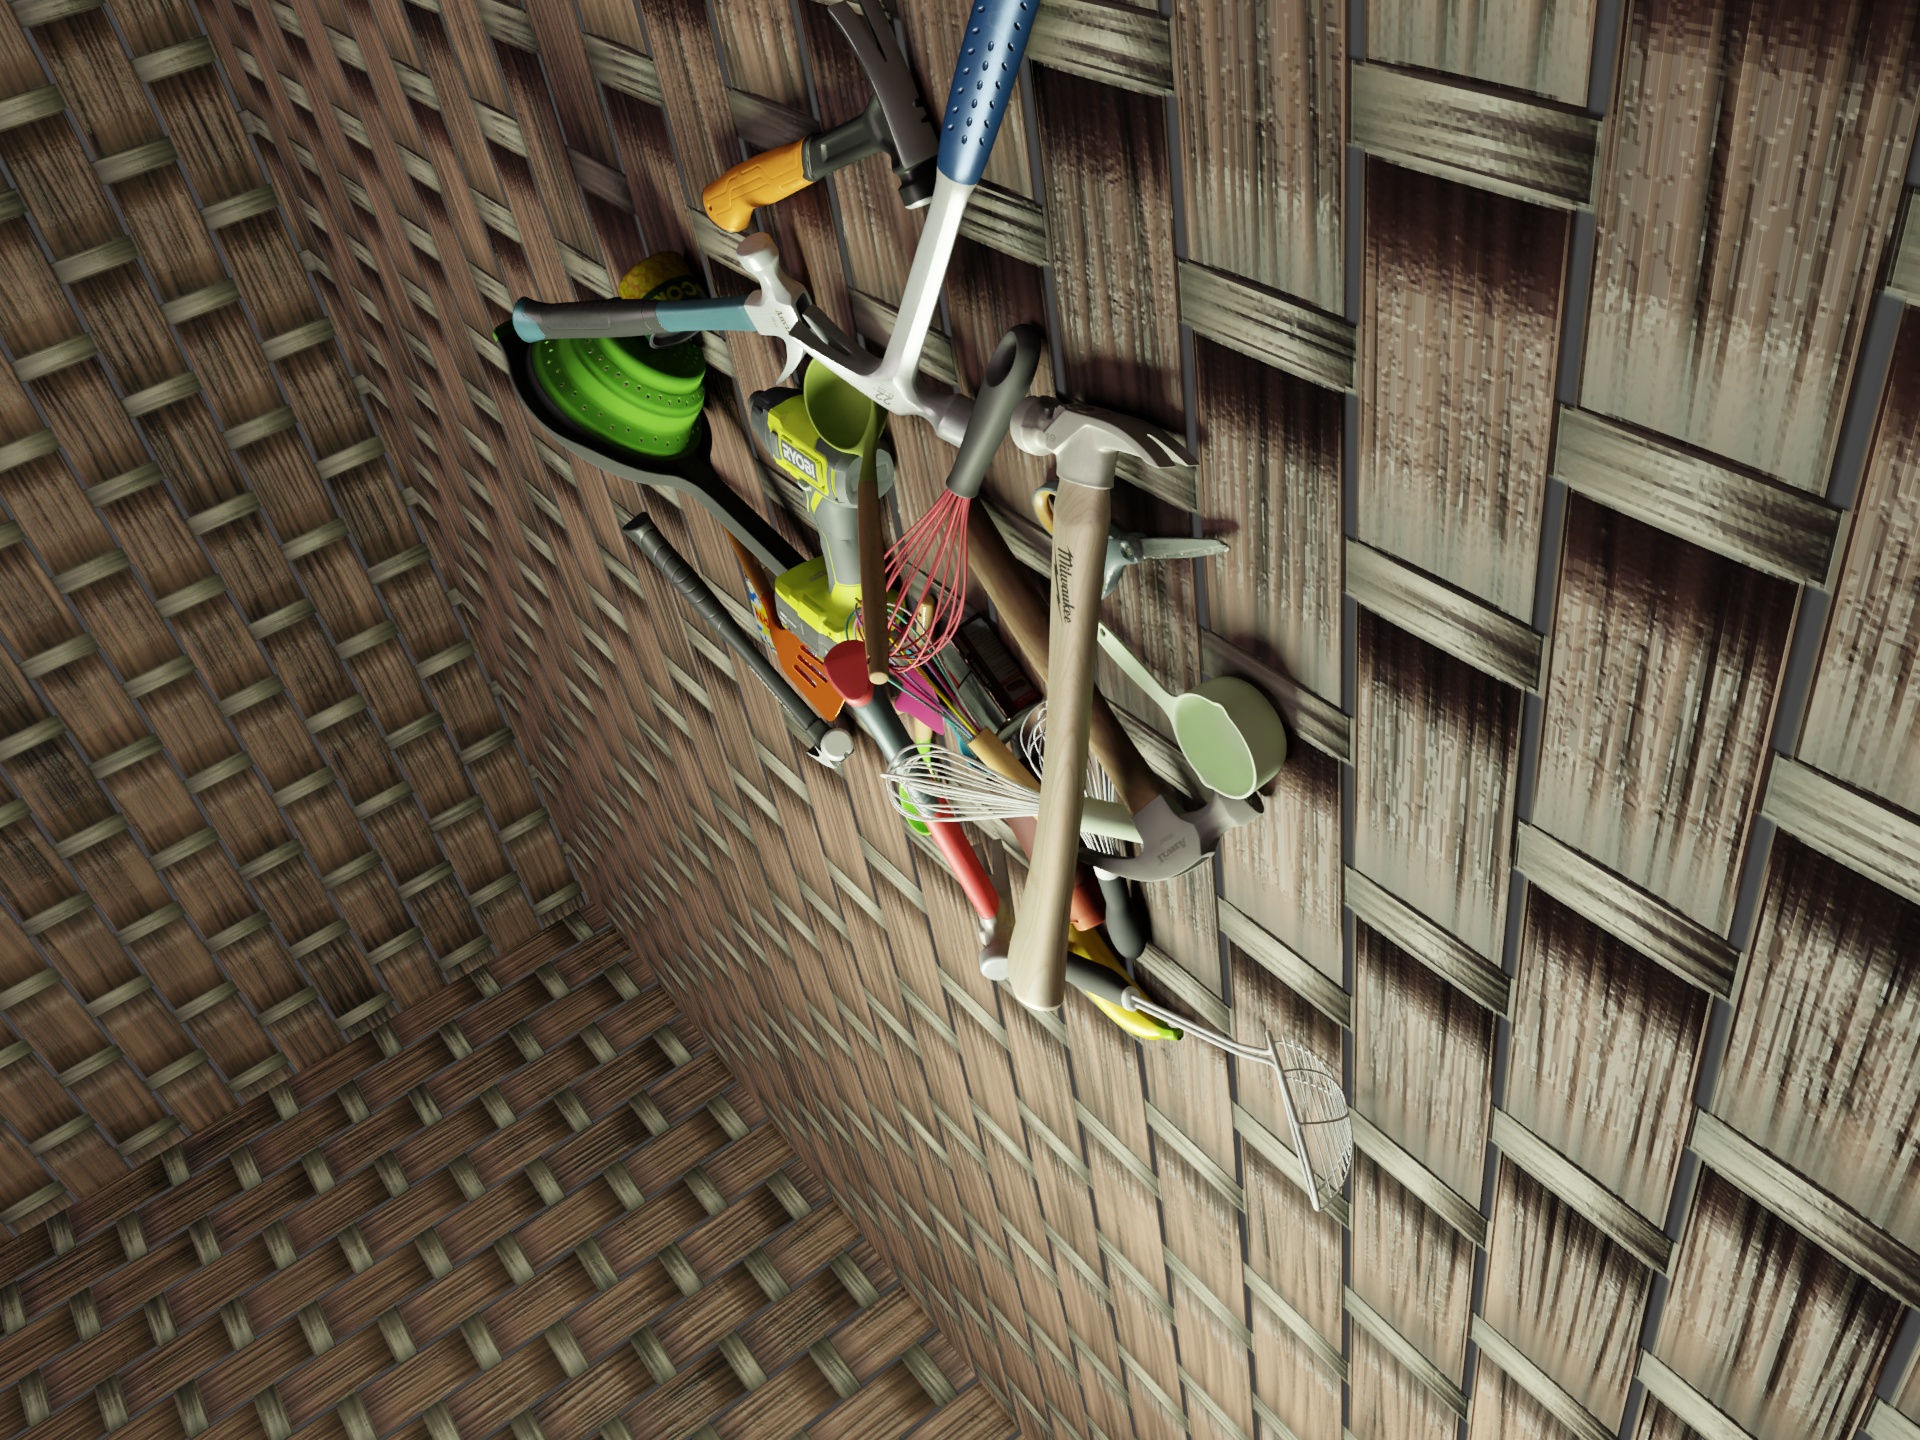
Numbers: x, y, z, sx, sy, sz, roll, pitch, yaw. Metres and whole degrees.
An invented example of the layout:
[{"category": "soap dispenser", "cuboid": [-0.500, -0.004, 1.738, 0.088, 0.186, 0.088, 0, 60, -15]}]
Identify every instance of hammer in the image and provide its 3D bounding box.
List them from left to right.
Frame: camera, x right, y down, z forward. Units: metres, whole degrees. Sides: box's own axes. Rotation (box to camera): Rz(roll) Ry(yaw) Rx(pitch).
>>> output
[{"category": "hammer", "cuboid": [-0.255, -0.337, 1.320, 0.331, 0.033, 0.128, 8, 146, 34]}, {"category": "hammer", "cuboid": [-0.232, -0.083, 1.651, 0.335, 0.035, 0.146, 49, 171, -2]}, {"category": "hammer", "cuboid": [-0.115, -0.397, 1.111, 0.337, 0.034, 0.127, 13, 131, 61]}, {"category": "hammer", "cuboid": [-0.025, 0.057, 1.297, 0.385, 0.038, 0.143, 63, -166, -47]}, {"category": "hammer", "cuboid": [-0.010, -0.317, 0.937, 0.144, 0.035, 0.405, 28, 150, 1]}, {"category": "hammer", "cuboid": [0.071, -0.032, 1.118, 0.130, 0.031, 0.331, -41, 67, 23]}, {"category": "hammer", "cuboid": [0.074, 0.007, 1.028, 0.146, 0.038, 0.410, 31, 124, 51]}]

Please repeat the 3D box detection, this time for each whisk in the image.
[{"category": "whisk", "cuboid": [-0.005, -0.144, 1.087, 0.073, 0.073, 0.295, 49, 136, 25]}, {"category": "whisk", "cuboid": [-0.002, -0.004, 1.249, 0.245, 0.051, 0.047, 48, 152, -4]}, {"category": "whisk", "cuboid": [0.060, 0.062, 1.152, 0.246, 0.058, 0.059, 11, 174, 13]}, {"category": "whisk", "cuboid": [0.108, 0.088, 1.230, 0.070, 0.070, 0.284, 34, 152, 47]}]

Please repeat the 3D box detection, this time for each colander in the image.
[{"category": "colander", "cuboid": [-0.245, -0.267, 1.474, 0.397, 0.204, 0.094, 43, 123, -1]}]

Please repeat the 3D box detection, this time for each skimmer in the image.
[{"category": "skimmer", "cuboid": [0.158, 0.255, 1.238, 0.363, 0.090, 0.127, 19, 137, 47]}]

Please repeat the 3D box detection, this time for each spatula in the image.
[{"category": "spatula", "cuboid": [-0.187, -0.136, 1.545, 0.323, 0.041, 0.081, 61, 144, 34]}]

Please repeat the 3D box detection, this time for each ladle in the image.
[{"category": "ladle", "cuboid": [-0.076, -0.150, 1.123, 0.078, 0.062, 0.321, 122, 152, -42]}]

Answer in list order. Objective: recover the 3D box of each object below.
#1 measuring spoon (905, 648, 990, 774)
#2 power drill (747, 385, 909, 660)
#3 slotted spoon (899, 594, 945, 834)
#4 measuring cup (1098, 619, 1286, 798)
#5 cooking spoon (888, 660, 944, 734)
[{"category": "measuring spoon", "cuboid": [-0.005, -0.011, 1.372, 0.128, 0.021, 0.042, 57, 152, -1]}, {"category": "power drill", "cuboid": [-0.116, -0.169, 1.354, 0.171, 0.080, 0.223, 39, 146, 40]}, {"category": "slotted spoon", "cuboid": [-0.032, -0.002, 1.445, 0.070, 0.031, 0.313, 49, 154, 31]}, {"category": "measuring cup", "cuboid": [0.146, -0.021, 1.027, 0.168, 0.038, 0.083, 48, 156, 31]}, {"category": "cooking spoon", "cuboid": [-0.058, -0.013, 1.434, 0.069, 0.017, 0.319, 67, 167, -3]}]
